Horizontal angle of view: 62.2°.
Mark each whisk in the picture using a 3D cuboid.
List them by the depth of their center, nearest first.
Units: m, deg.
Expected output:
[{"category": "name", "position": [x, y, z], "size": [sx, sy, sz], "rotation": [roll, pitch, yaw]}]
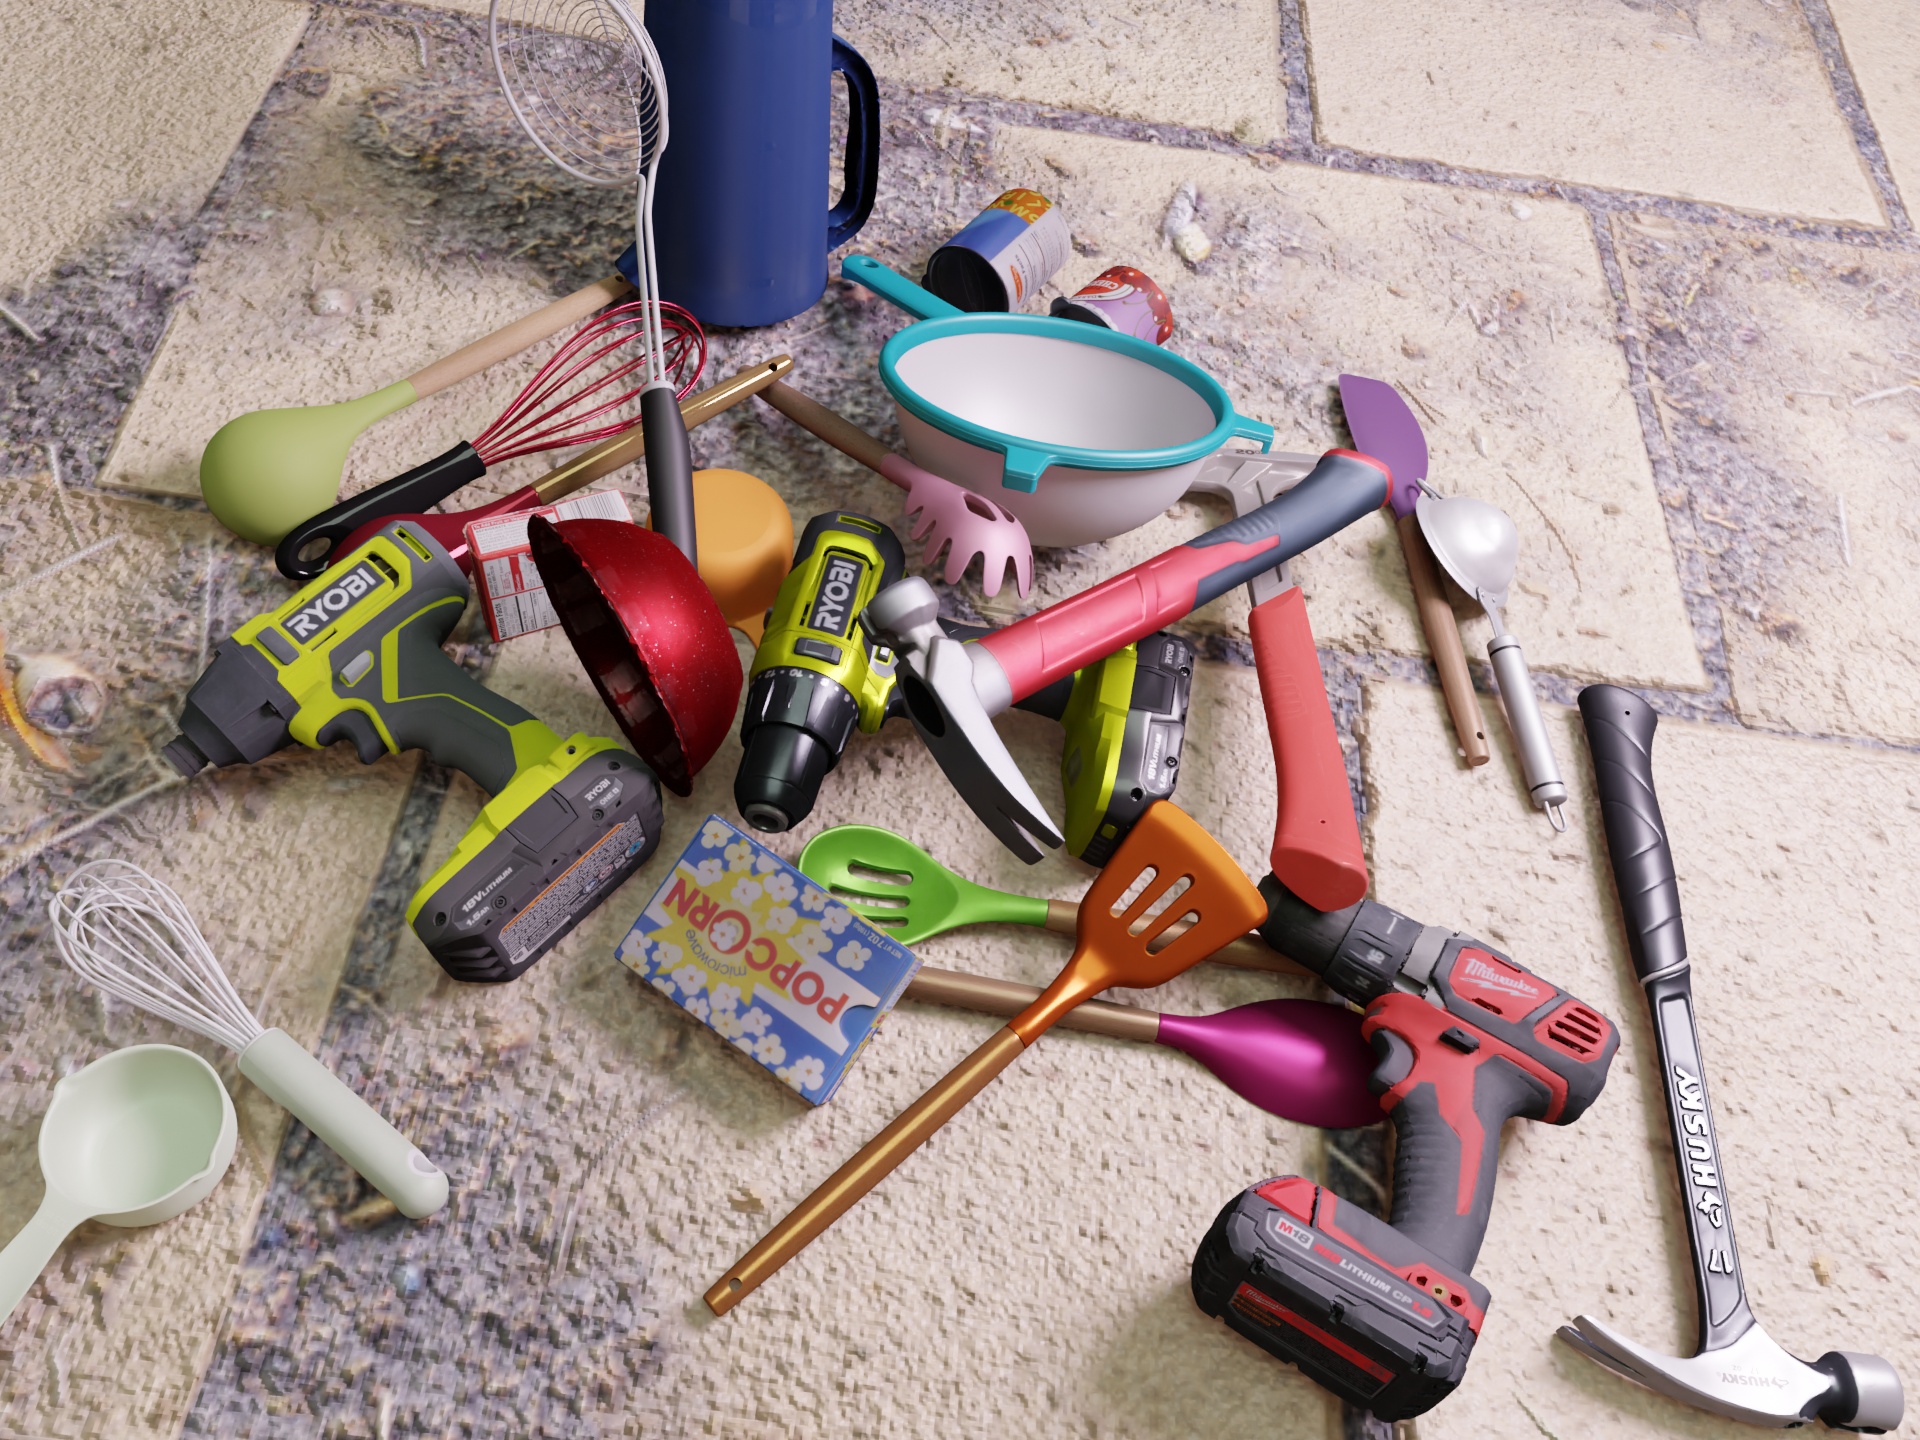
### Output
[{"category": "whisk", "position": [-0.331, 0.148, 0.737], "size": [0.246, 0.057, 0.059], "rotation": [36, 93, 12]}, {"category": "whisk", "position": [-0.273, -0.167, 0.947], "size": [0.296, 0.073, 0.073], "rotation": [-37, 68, -23]}]

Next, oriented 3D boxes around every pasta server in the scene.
[{"category": "pasta server", "position": [-0.056, -0.149, 0.923], "size": [0.060, 0.040, 0.317], "rotation": [1, 26, -38]}]

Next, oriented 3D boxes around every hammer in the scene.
[{"category": "hammer", "position": [0.369, 0.151, 0.840], "size": [0.149, 0.036, 0.409], "rotation": [7, 55, -2]}, {"category": "hammer", "position": [0.125, -0.061, 0.844], "size": [0.386, 0.038, 0.143], "rotation": [-27, 81, -39]}, {"category": "hammer", "position": [0.193, -0.041, 0.903], "size": [0.149, 0.036, 0.359], "rotation": [4, 44, -4]}]

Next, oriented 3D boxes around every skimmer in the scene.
[{"category": "skimmer", "position": [-0.202, -0.244, 0.890], "size": [0.090, 0.127, 0.363], "rotation": [2, 74, -39]}]

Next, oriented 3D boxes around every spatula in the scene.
[{"category": "spatula", "position": [0.009, 0.164, 0.754], "size": [0.322, 0.041, 0.081], "rotation": [-38, 78, -20]}, {"category": "spatula", "position": [0.294, -0.107, 1.013], "size": [0.059, 0.018, 0.316], "rotation": [8, 54, -17]}]

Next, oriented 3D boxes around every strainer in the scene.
[{"category": "strainer", "position": [0.329, -0.051, 0.962], "size": [0.086, 0.050, 0.259], "rotation": [15, 56, -38]}, {"category": "strainer", "position": [0.015, -0.196, 0.994], "size": [0.211, 0.095, 0.341], "rotation": [-14, 39, -32]}]

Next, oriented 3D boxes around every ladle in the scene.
[{"category": "ladle", "position": [-0.227, -0.142, 0.934], "size": [0.315, 0.031, 0.069], "rotation": [-34, 91, -22]}, {"category": "ladle", "position": [-0.321, -0.207, 0.984], "size": [0.078, 0.062, 0.320], "rotation": [45, 53, 4]}]

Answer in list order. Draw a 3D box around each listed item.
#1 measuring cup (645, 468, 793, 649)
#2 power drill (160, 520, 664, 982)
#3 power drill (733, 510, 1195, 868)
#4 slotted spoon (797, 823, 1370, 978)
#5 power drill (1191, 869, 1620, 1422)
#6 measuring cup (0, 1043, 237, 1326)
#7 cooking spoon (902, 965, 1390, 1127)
[{"category": "measuring cup", "position": [-0.118, -0.074, 0.909], "size": [0.095, 0.052, 0.174], "rotation": [-24, 61, -22]}, {"category": "power drill", "position": [-0.275, 0.019, 0.800], "size": [0.223, 0.080, 0.171], "rotation": [40, 68, 16]}, {"category": "power drill", "position": [-0.001, -0.003, 0.848], "size": [0.228, 0.080, 0.191], "rotation": [16, 55, -4]}, {"category": "slotted spoon", "position": [0.069, 0.107, 0.830], "size": [0.313, 0.031, 0.070], "rotation": [10, 54, -4]}, {"category": "power drill", "position": [0.189, 0.183, 0.751], "size": [0.188, 0.080, 0.227], "rotation": [29, 55, 15]}, {"category": "measuring cup", "position": [-0.381, 0.219, 0.682], "size": [0.083, 0.038, 0.168], "rotation": [26, 58, 9]}, {"category": "cooking spoon", "position": [0.074, 0.151, 0.805], "size": [0.319, 0.017, 0.069], "rotation": [11, 55, -2]}]
